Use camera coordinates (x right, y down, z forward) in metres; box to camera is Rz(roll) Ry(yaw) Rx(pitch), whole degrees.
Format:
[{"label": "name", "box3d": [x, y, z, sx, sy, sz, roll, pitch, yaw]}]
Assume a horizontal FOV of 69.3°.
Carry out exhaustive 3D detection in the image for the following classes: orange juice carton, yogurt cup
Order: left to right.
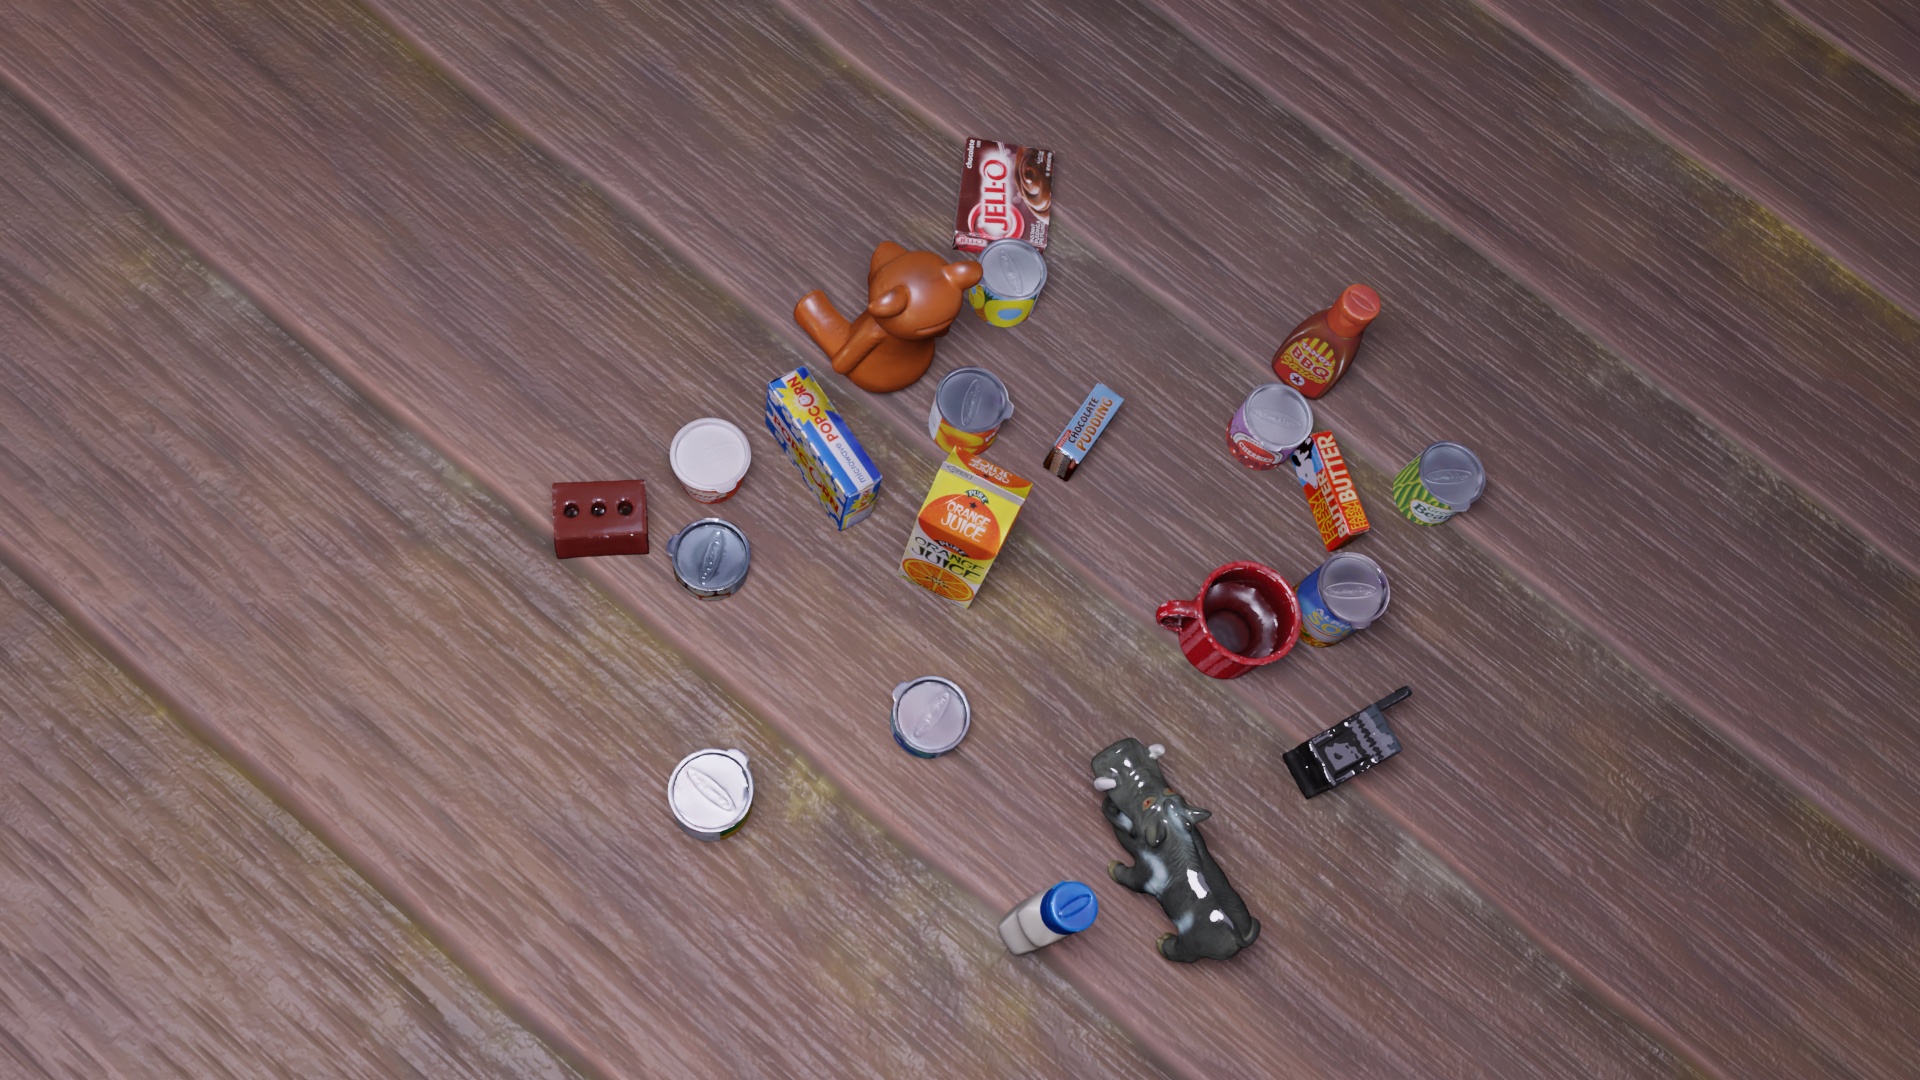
[{"label": "yogurt cup", "box3d": [-0.217, -0.066, 1.210, 0.072, 0.053, 0.072, 3, 70, -8]}, {"label": "orange juice carton", "box3d": [0.004, -0.014, 1.153, 0.072, 0.192, 0.073, 27, 68, 1]}]

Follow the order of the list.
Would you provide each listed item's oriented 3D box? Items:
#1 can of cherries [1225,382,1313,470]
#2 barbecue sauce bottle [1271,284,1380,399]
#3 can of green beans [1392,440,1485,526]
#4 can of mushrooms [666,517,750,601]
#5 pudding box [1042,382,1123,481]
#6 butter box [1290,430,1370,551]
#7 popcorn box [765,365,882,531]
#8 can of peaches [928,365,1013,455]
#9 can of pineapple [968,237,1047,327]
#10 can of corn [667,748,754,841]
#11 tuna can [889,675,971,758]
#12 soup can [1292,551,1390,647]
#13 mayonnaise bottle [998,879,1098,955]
[{"label": "can of cherries", "box3d": [0.288, -0.104, 1.306, 0.071, 0.058, 0.072, 3, 70, -8]}, {"label": "barbecue sauce bottle", "box3d": [0.345, -0.188, 1.298, 0.065, 0.148, 0.044, 40, 69, 6]}, {"label": "can of green beans", "box3d": [0.452, -0.053, 1.315, 0.071, 0.057, 0.071, 3, 70, -8]}, {"label": "can of mushrooms", "box3d": [-0.216, 0.016, 1.190, 0.071, 0.033, 0.071, 3, 69, -8]}, {"label": "pudding box", "box3d": [0.113, -0.100, 1.280, 0.030, 0.049, 0.084, 35, 68, 4]}, {"label": "butter box", "box3d": [0.344, -0.046, 1.297, 0.024, 0.053, 0.104, -13, 73, -14]}, {"label": "popcorn box", "box3d": [-0.121, -0.079, 1.214, 0.038, 0.085, 0.127, -31, 78, -18]}, {"label": "can of peaches", "box3d": [0.009, -0.116, 1.264, 0.071, 0.058, 0.071, 3, 70, -8]}, {"label": "can of pineapple", "box3d": [0.042, -0.244, 1.317, 0.071, 0.057, 0.071, 3, 70, -8]}, {"label": "can of corn", "box3d": [-0.197, 0.202, 1.111, 0.071, 0.058, 0.071, 3, 70, -8]}, {"label": "tuna can", "box3d": [-0.028, 0.148, 1.173, 0.071, 0.032, 0.071, 3, 69, -8]}, {"label": "soup can", "box3d": [0.335, 0.057, 1.240, 0.071, 0.083, 0.071, 3, 70, -8]}, {"label": "mayonnaise bottle", "box3d": [0.071, 0.290, 1.075, 0.065, 0.147, 0.041, -27, 77, -17]}]
